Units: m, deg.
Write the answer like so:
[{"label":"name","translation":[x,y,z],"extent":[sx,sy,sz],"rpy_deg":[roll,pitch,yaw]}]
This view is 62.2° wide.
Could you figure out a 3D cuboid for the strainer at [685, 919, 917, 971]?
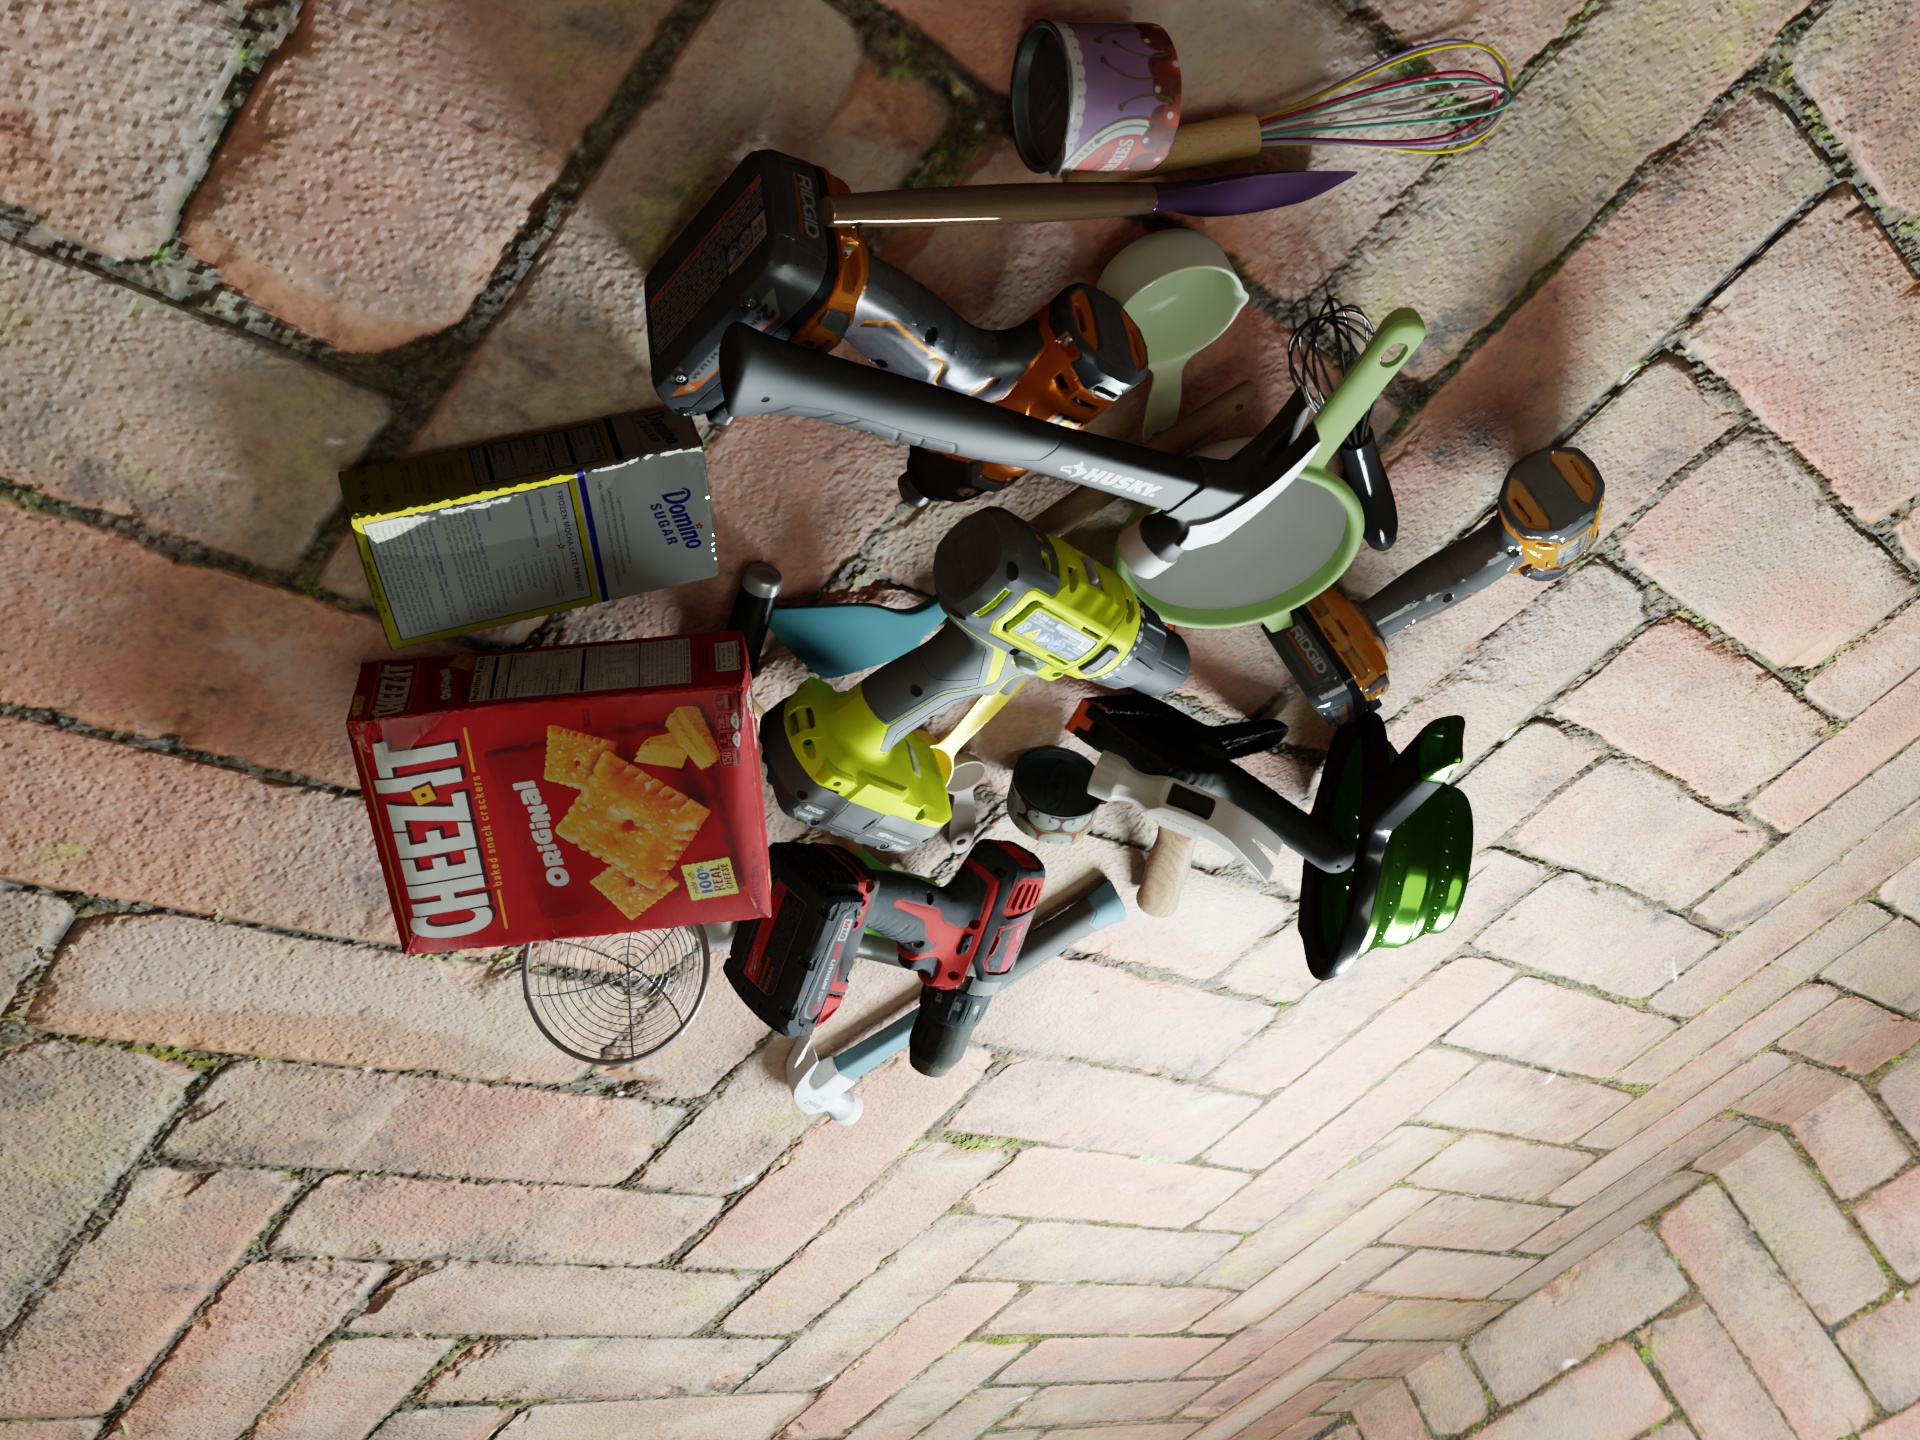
[{"label":"strainer","translation":[-0.111,0.152,1.139],"extent":[0.258,0.050,0.087],"rpy_deg":[20,138,-35]}]

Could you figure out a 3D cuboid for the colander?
[{"label":"colander","translation":[0.322,0.074,1.109],"extent":[0.094,0.205,0.397],"rpy_deg":[9,163,3]}]

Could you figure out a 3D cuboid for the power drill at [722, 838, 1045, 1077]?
[{"label":"power drill","translation":[-0.050,0.171,1.119],"extent":[0.226,0.080,0.188],"rpy_deg":[7,110,-44]}]

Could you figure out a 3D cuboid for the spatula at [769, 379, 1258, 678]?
[{"label":"spatula","translation":[0.033,-0.114,0.942],"extent":[0.317,0.044,0.082],"rpy_deg":[-33,140,8]}]

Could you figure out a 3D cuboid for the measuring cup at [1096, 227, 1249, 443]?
[{"label":"measuring cup","translation":[0.110,-0.209,0.886],"extent":[0.083,0.038,0.167],"rpy_deg":[-17,158,-5]}]

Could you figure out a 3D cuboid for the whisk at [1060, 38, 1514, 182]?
[{"label":"whisk","translation":[0.169,-0.297,0.805],"extent":[0.245,0.051,0.047],"rpy_deg":[-14,146,-8]}]

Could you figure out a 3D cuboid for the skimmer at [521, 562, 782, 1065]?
[{"label":"skimmer","translation":[-0.184,0.065,0.989],"extent":[0.090,0.127,0.363],"rpy_deg":[-48,166,-55]}]

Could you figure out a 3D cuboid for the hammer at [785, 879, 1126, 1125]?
[{"label":"hammer","translation":[-0.004,0.232,1.319],"extent":[0.331,0.033,0.128],"rpy_deg":[-34,141,11]}]

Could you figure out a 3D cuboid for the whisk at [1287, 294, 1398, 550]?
[{"label":"whisk","translation":[0.245,-0.173,0.982],"extent":[0.055,0.055,0.238],"rpy_deg":[-30,145,6]}]

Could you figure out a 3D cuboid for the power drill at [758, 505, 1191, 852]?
[{"label":"power drill","translation":[0.010,-0.015,0.945],"extent":[0.228,0.080,0.190],"rpy_deg":[-37,140,27]}]

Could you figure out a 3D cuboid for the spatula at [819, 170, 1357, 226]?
[{"label":"spatula","translation":[0.069,-0.248,0.761],"extent":[0.316,0.018,0.060],"rpy_deg":[-15,-178,-34]}]

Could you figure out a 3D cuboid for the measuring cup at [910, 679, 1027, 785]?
[{"label":"measuring cup","translation":[-0.002,-0.003,1.068],"extent":[0.156,0.029,0.062],"rpy_deg":[-46,137,7]}]

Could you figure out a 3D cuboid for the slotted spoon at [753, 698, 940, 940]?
[{"label":"slotted spoon","translation":[-0.083,0.075,1.105],"extent":[0.070,0.031,0.313],"rpy_deg":[-25,139,4]}]

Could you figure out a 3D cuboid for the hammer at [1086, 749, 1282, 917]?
[{"label":"hammer","translation":[0.155,0.101,1.157],"extent":[0.331,0.130,0.031],"rpy_deg":[78,36,-72]}]

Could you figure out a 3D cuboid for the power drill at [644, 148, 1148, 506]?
[{"label":"power drill","translation":[-0.039,-0.175,0.790],"extent":[0.226,0.084,0.164],"rpy_deg":[13,147,-39]}]

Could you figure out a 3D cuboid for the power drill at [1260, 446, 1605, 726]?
[{"label":"power drill","translation":[0.327,-0.087,1.079],"extent":[0.226,0.084,0.185],"rpy_deg":[-34,164,12]}]

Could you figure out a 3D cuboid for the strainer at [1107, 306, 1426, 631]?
[{"label":"strainer","translation":[0.183,-0.156,0.928],"extent":[0.151,0.069,0.256],"rpy_deg":[9,142,-21]}]

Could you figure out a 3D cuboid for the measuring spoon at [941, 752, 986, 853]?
[{"label":"measuring spoon","translation":[-0.001,0.059,1.144],"extent":[0.034,0.018,0.124],"rpy_deg":[-18,148,-13]}]

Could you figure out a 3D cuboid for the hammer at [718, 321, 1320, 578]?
[{"label":"hammer","translation":[0.031,-0.138,0.768],"extent":[0.334,0.035,0.146],"rpy_deg":[7,151,-40]}]
